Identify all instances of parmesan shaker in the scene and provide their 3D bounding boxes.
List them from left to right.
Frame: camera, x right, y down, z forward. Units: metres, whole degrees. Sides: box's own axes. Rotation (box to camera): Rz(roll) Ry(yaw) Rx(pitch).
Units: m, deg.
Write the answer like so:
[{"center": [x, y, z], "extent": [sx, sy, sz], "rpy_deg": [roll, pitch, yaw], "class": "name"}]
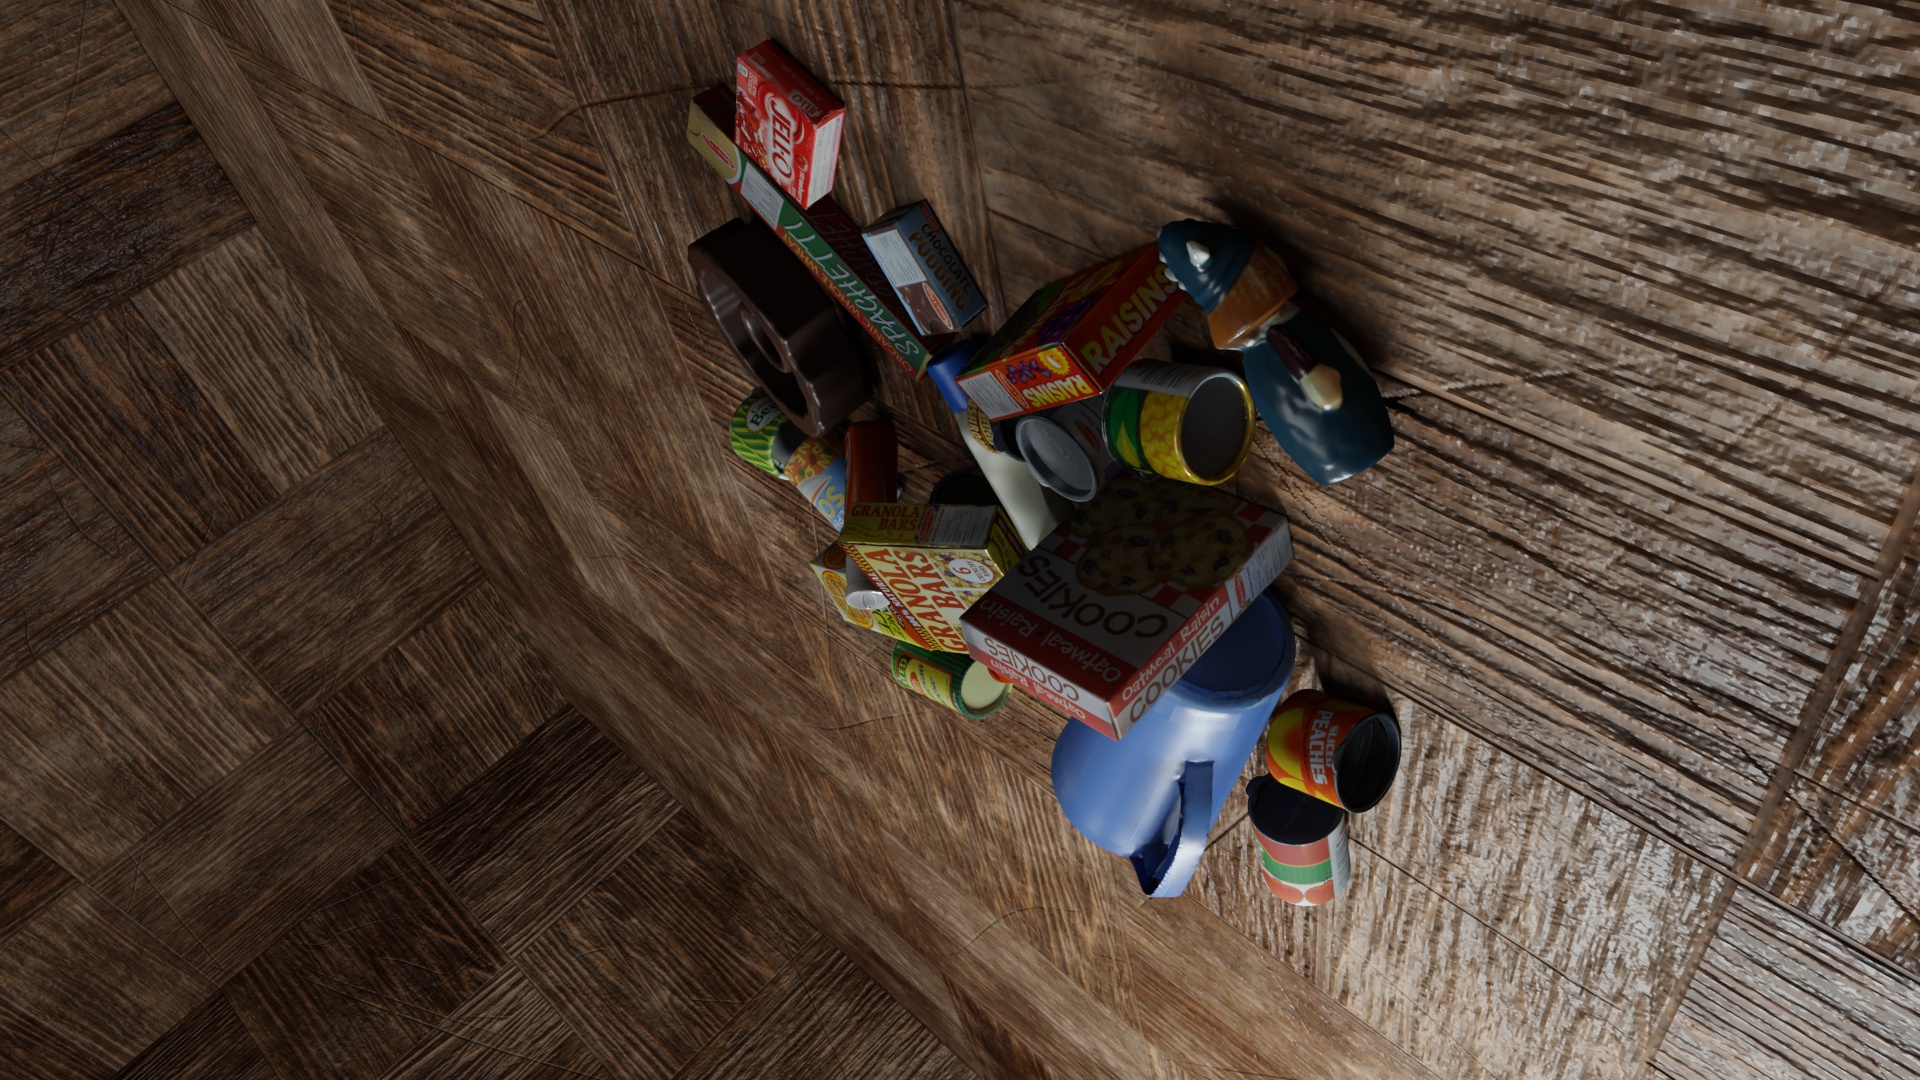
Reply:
[{"center": [-0.009, 0.119, 1.296], "extent": [0.103, 0.071, 0.071], "rpy_deg": [18, 142, 50], "class": "parmesan shaker"}]

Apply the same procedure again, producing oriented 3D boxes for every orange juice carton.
[{"center": [-0.047, 0.039, 1.231], "extent": [0.192, 0.072, 0.072], "rpy_deg": [12, 138, 54], "class": "orange juice carton"}]

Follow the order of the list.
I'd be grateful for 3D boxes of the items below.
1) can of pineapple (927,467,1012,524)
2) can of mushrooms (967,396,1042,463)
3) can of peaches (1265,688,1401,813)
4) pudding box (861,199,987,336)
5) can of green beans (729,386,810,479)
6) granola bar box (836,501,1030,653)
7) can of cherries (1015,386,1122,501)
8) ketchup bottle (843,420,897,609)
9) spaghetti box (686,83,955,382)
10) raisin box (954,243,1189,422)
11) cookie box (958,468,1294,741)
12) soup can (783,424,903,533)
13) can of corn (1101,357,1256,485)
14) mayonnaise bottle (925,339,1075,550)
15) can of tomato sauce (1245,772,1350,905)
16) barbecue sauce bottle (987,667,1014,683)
[{"center": [0.004, -0.013, 1.065], "extent": [0.071, 0.071, 0.057], "rpy_deg": [43, 156, 12], "class": "can of pineapple"}, {"center": [0.037, -0.084, 0.897], "extent": [0.033, 0.071, 0.070], "rpy_deg": [23, 146, 48], "class": "can of mushrooms"}, {"center": [0.236, 0.133, 0.886], "extent": [0.058, 0.071, 0.071], "rpy_deg": [17, 142, 51], "class": "can of peaches"}, {"center": [-0.024, -0.177, 0.912], "extent": [0.049, 0.030, 0.083], "rpy_deg": [3, 130, 58], "class": "pudding box"}, {"center": [-0.162, -0.093, 1.236], "extent": [0.058, 0.071, 0.071], "rpy_deg": [27, 148, 39], "class": "can of green beans"}, {"center": [0.001, 0.033, 1.037], "extent": [0.124, 0.039, 0.165], "rpy_deg": [2, 149, 30], "class": "granola bar box"}, {"center": [0.077, -0.067, 0.870], "extent": [0.071, 0.058, 0.071], "rpy_deg": [38, 155, 21], "class": "can of cherries"}, {"center": [-0.072, -0.019, 1.108], "extent": [0.043, 0.149, 0.064], "rpy_deg": [-1, 152, 0], "class": "ketchup bottle"}, {"center": [-0.100, -0.217, 0.985], "extent": [0.250, 0.029, 0.050], "rpy_deg": [47, 157, 4], "class": "spaghetti box"}, {"center": [0.061, -0.116, 0.787], "extent": [0.040, 0.086, 0.123], "rpy_deg": [49, 158, -17], "class": "raisin box"}, {"center": [0.100, 0.031, 0.841], "extent": [0.123, 0.168, 0.040], "rpy_deg": [26, 149, 41], "class": "cookie box"}, {"center": [-0.103, -0.049, 1.194], "extent": [0.084, 0.071, 0.071], "rpy_deg": [45, 156, 8], "class": "soup can"}, {"center": [0.123, -0.065, 0.780], "extent": [0.058, 0.071, 0.071], "rpy_deg": [16, 141, 50], "class": "can of corn"}, {"center": [0.028, -0.067, 0.956], "extent": [0.147, 0.041, 0.065], "rpy_deg": [58, -162, -17], "class": "mayonnaise bottle"}, {"center": [0.243, 0.213, 1.000], "extent": [0.071, 0.071, 0.082], "rpy_deg": [28, 150, 39], "class": "can of tomato sauce"}, {"center": [0.070, 0.100, 1.159], "extent": [0.065, 0.044, 0.148], "rpy_deg": [52, 157, -11], "class": "barbecue sauce bottle"}]
